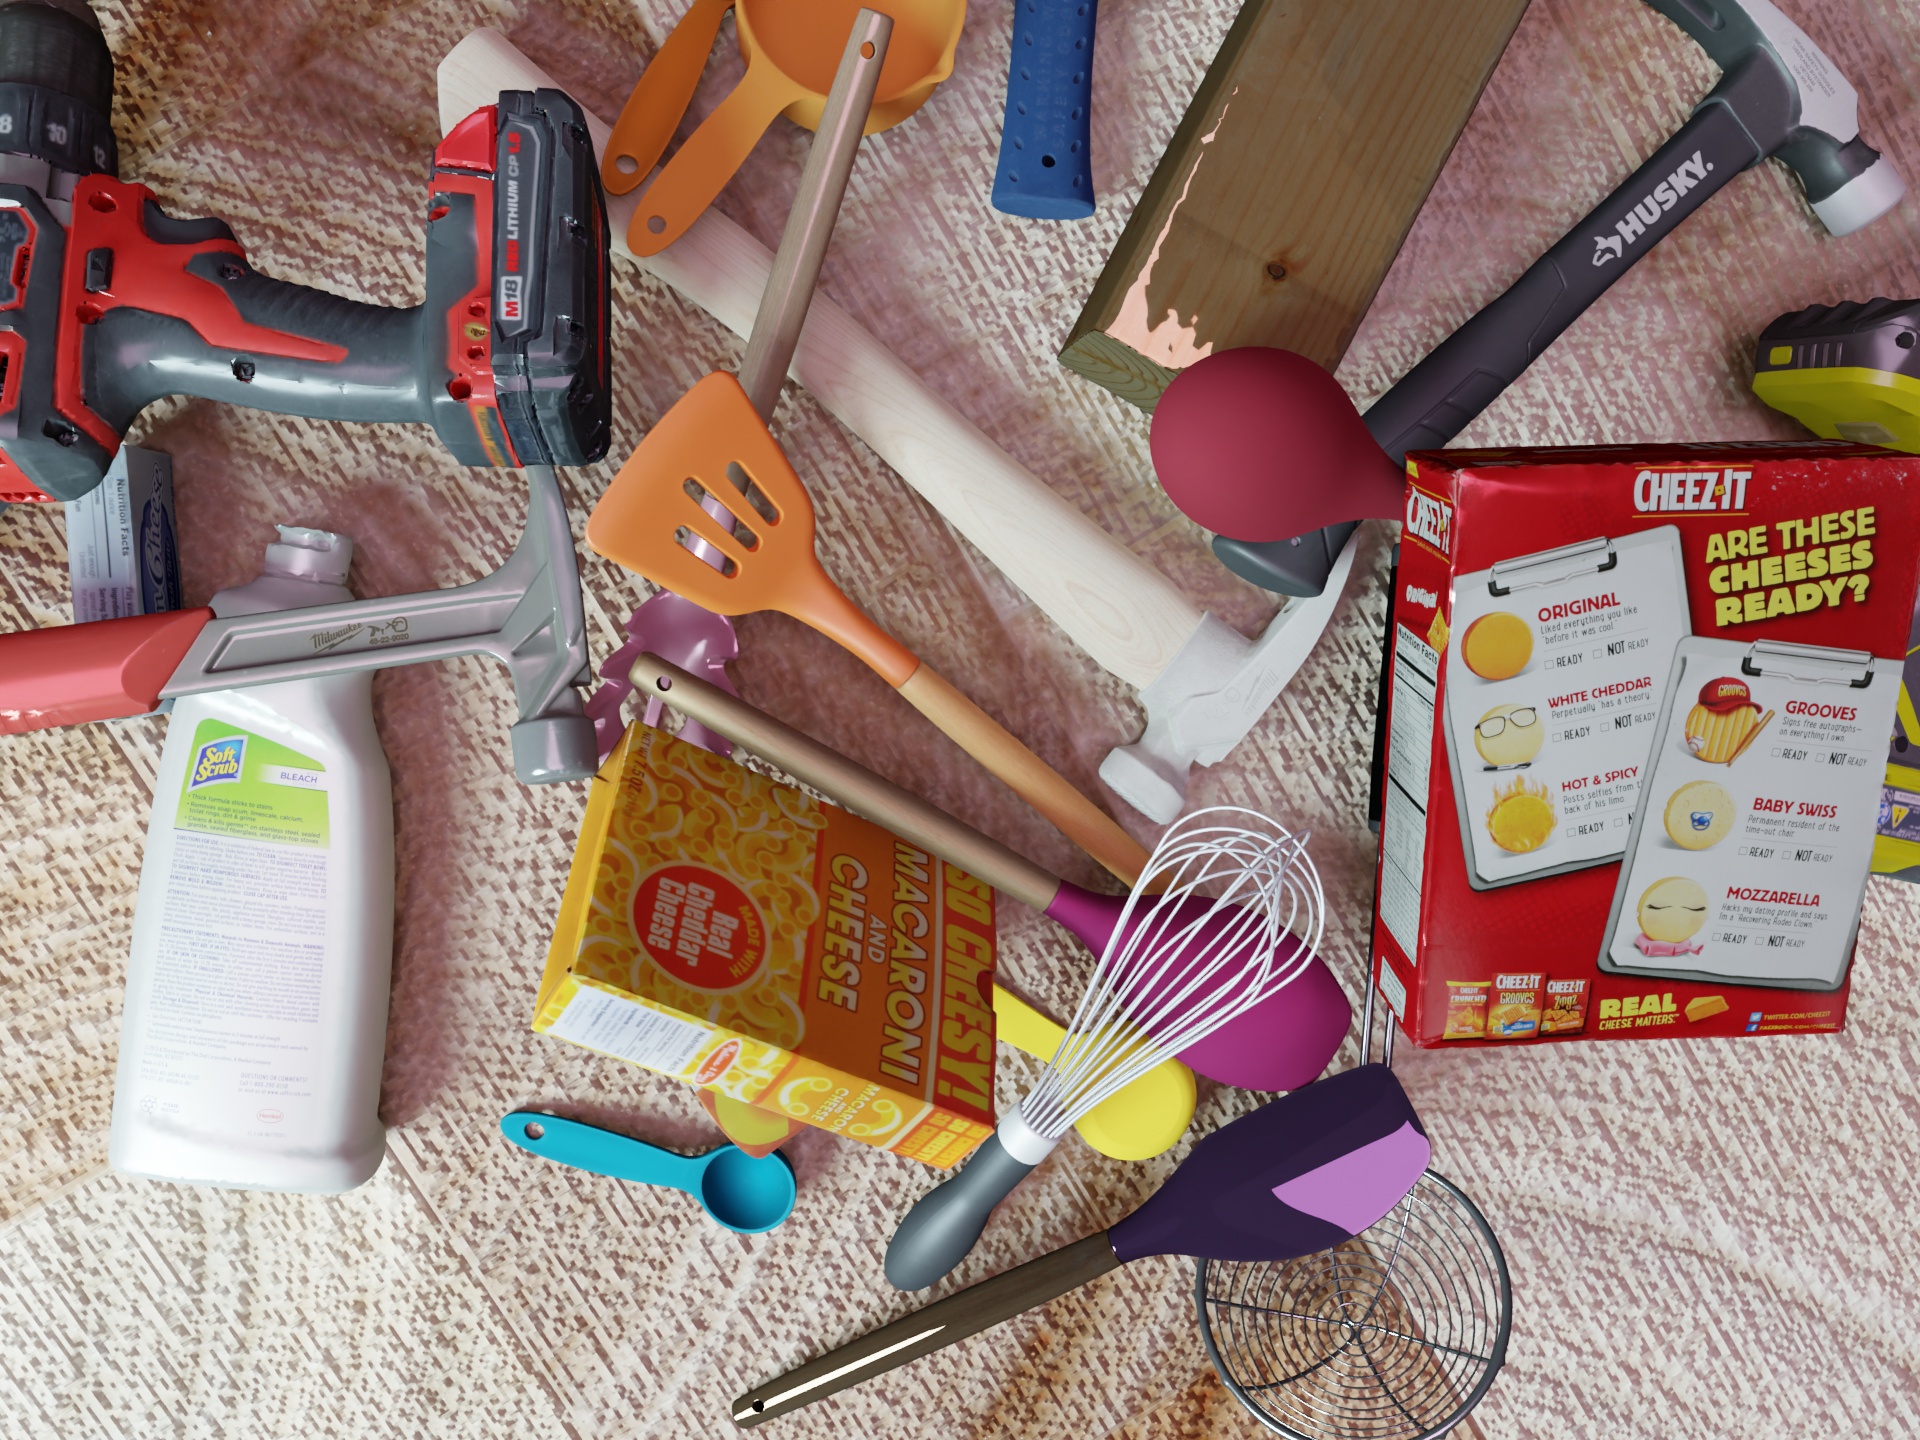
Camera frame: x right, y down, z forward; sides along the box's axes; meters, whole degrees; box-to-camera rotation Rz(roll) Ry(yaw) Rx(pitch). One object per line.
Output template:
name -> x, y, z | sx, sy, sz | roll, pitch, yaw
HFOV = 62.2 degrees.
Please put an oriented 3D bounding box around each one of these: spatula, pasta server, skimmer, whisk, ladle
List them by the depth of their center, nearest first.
pasta server -> -0.081, -0.108, 0.605 | 0.060, 0.040, 0.316 | 15, 109, -18
whisk -> 0.045, 0.139, 0.618 | 0.070, 0.070, 0.284 | 31, 120, -7
ladle -> 0.209, -0.073, 0.624 | 0.315, 0.031, 0.069 | 14, 107, -28
spatula -> -0.001, -0.002, 0.628 | 0.322, 0.041, 0.081 | 40, 84, -18
spatula -> 0.042, 0.228, 0.652 | 0.316, 0.018, 0.060 | -27, 73, 11
skimmer -> 0.171, 0.106, 0.654 | 0.127, 0.090, 0.363 | 5, 93, 23

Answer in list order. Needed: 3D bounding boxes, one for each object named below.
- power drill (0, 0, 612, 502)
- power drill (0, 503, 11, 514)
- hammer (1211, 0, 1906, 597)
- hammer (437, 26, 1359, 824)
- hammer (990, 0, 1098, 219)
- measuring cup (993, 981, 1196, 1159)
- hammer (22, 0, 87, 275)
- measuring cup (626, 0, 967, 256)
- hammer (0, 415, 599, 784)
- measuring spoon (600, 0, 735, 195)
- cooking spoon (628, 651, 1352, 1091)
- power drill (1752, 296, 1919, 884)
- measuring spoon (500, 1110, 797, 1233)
power drill -> -0.241, -0.170, 0.555 | 0.226, 0.080, 0.188 | -2, 74, -6
power drill -> -0.462, -0.149, 0.581 | 0.226, 0.084, 0.164 | 44, 89, -3
hammer -> 0.230, -0.171, 0.647 | 0.335, 0.035, 0.146 | -42, 97, -8
hammer -> -0.029, -0.138, 0.643 | 0.410, 0.038, 0.146 | 39, 89, -7
hammer -> 0.043, -0.408, 0.628 | 0.144, 0.035, 0.405 | 4, 94, -6
measuring cup -> 0.031, 0.135, 0.673 | 0.156, 0.029, 0.062 | 31, 91, -9
hammer -> -0.262, -0.360, 0.604 | 0.409, 0.036, 0.149 | -44, 96, -1
measuring cup -> -0.071, -0.241, 0.616 | 0.095, 0.052, 0.173 | 39, 86, -7
hammer -> -0.316, -0.025, 0.562 | 0.359, 0.036, 0.149 | -9, 85, -13
measuring spoon -> -0.112, -0.249, 0.620 | 0.021, 0.011, 0.117 | 24, 71, -9
cooking spoon -> 0.013, 0.057, 0.623 | 0.319, 0.017, 0.069 | 29, 95, -6
power drill -> 0.370, -0.051, 0.656 | 0.171, 0.080, 0.223 | 11, 95, -19
measuring spoon -> -0.130, 0.182, 0.672 | 0.128, 0.021, 0.042 | 14, 106, 3
